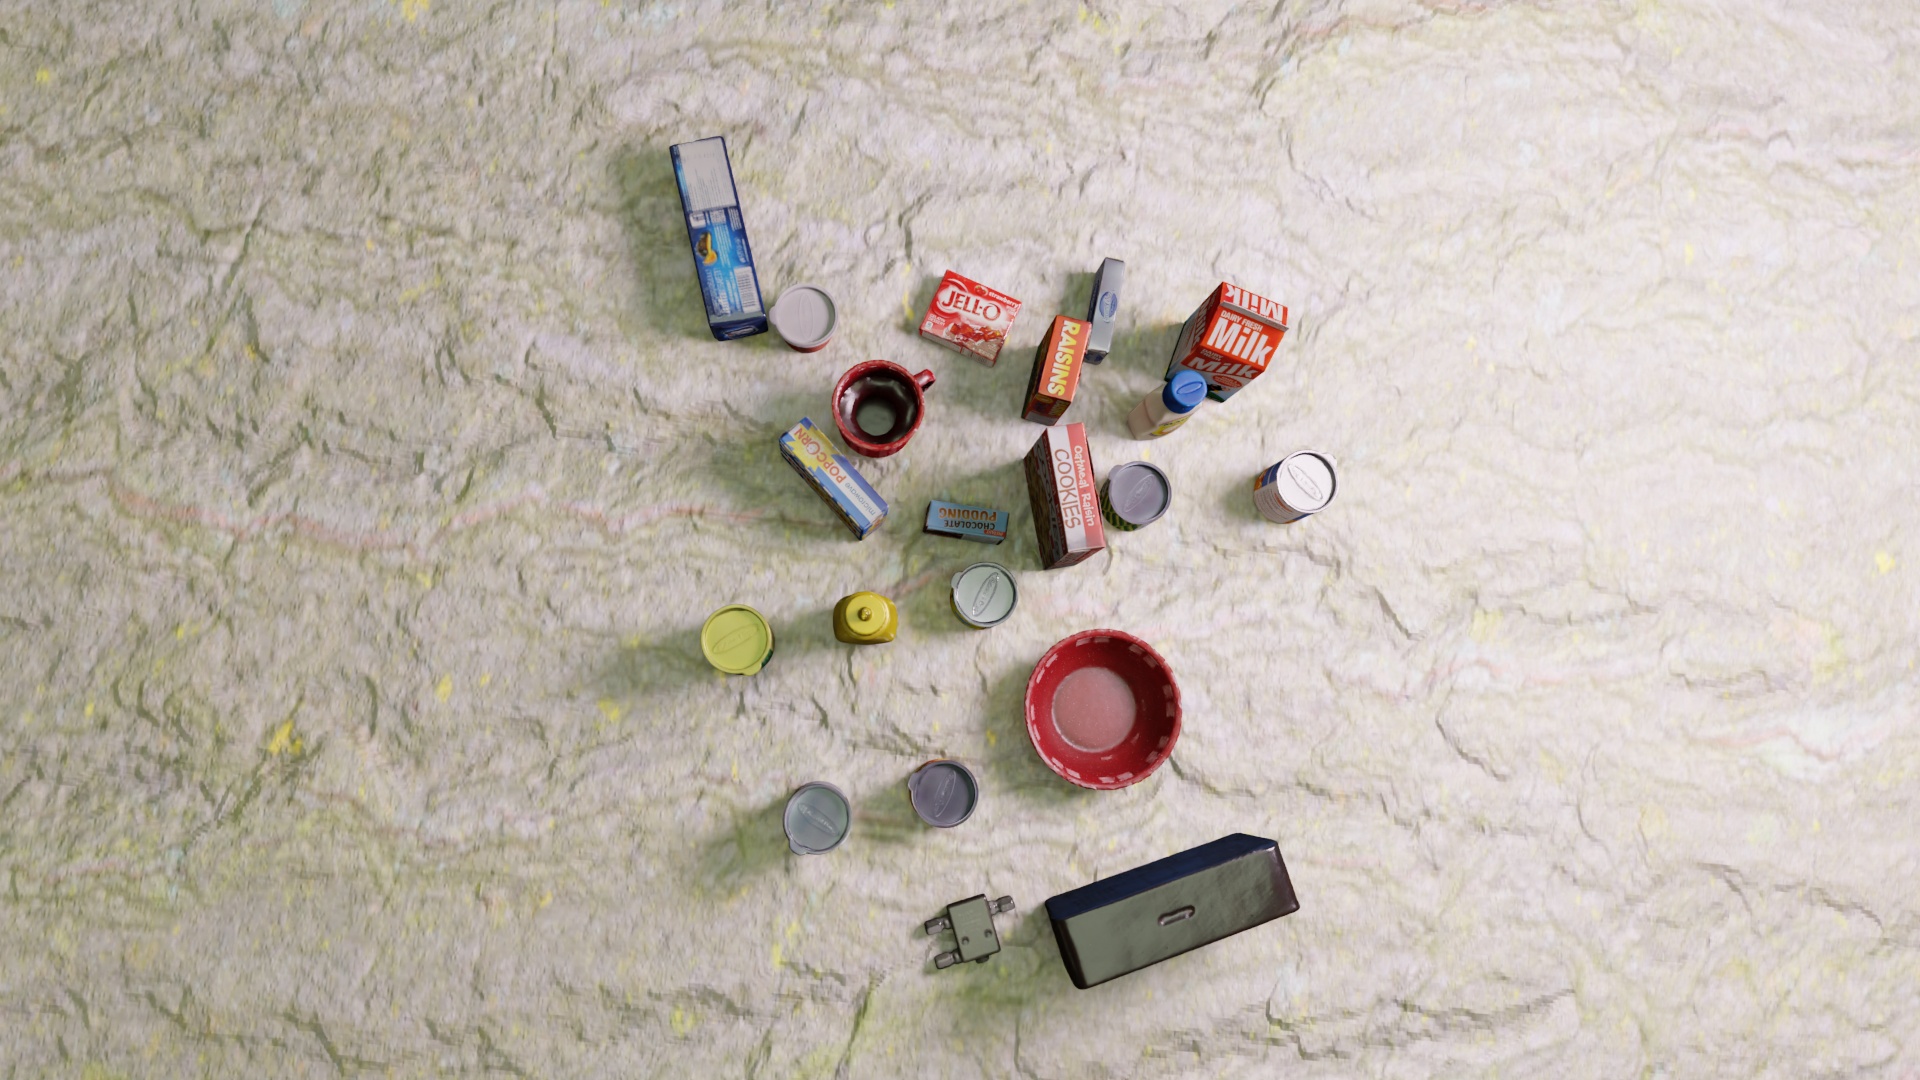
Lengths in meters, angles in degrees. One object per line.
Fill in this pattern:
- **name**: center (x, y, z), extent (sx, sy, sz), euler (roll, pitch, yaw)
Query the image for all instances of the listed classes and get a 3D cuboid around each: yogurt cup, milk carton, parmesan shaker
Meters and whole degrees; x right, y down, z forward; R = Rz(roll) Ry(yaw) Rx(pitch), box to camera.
- **yogurt cup**: center (-0.160, -0.227, 1.443), extent (0.072, 0.054, 0.072), euler (1, 82, -5)
- **milk carton**: center (0.272, -0.204, 1.411), extent (0.072, 0.190, 0.073), euler (21, 81, -2)
- **parmesan shaker**: center (-0.217, 0.102, 1.367), extent (0.071, 0.103, 0.071), euler (1, 83, -5)

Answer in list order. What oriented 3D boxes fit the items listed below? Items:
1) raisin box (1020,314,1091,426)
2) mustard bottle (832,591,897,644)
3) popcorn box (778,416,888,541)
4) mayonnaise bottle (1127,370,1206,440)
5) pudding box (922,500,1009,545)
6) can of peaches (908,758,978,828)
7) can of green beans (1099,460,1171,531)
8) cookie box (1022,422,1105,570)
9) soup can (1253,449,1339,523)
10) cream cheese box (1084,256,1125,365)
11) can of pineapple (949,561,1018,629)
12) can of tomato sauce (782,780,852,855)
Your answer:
- **raisin box**: center (0.097, -0.172, 1.424), extent (0.040, 0.123, 0.086), euler (15, 82, -3)
- **mustard bottle**: center (-0.092, 0.075, 1.354), extent (0.065, 0.160, 0.049), euler (0, 83, -5)
- **popcorn box**: center (-0.128, -0.061, 1.407), extent (0.038, 0.085, 0.127), euler (-42, 88, -9)
- **mayonnaise bottle**: center (0.215, -0.138, 1.418), extent (0.065, 0.148, 0.041), euler (-19, 85, -7)
- **pudding box**: center (0.005, -0.018, 1.431), extent (0.084, 0.049, 0.030), euler (9, 82, -4)
- **can of peaches**: center (-0.020, 0.251, 1.388), extent (0.071, 0.058, 0.071), euler (1, 82, -5)
- **can of green beans**: center (0.181, -0.046, 1.447), extent (0.071, 0.057, 0.071), euler (1, 82, -5)
- **cookie box**: center (0.102, -0.041, 1.384), extent (0.040, 0.167, 0.123), euler (-9, 84, -6)
- **soup can**: center (0.352, -0.057, 1.452), extent (0.071, 0.083, 0.071), euler (1, 83, -5)
- **cream cheese box**: center (0.151, -0.242, 1.474), extent (0.024, 0.053, 0.104), euler (12, 81, -4)
- **can of pineapple**: center (0.022, 0.056, 1.419), extent (0.071, 0.058, 0.071), euler (1, 82, -5)
- **can of tomato sauce**: center (-0.140, 0.272, 1.361), extent (0.071, 0.083, 0.071), euler (1, 83, -5)
